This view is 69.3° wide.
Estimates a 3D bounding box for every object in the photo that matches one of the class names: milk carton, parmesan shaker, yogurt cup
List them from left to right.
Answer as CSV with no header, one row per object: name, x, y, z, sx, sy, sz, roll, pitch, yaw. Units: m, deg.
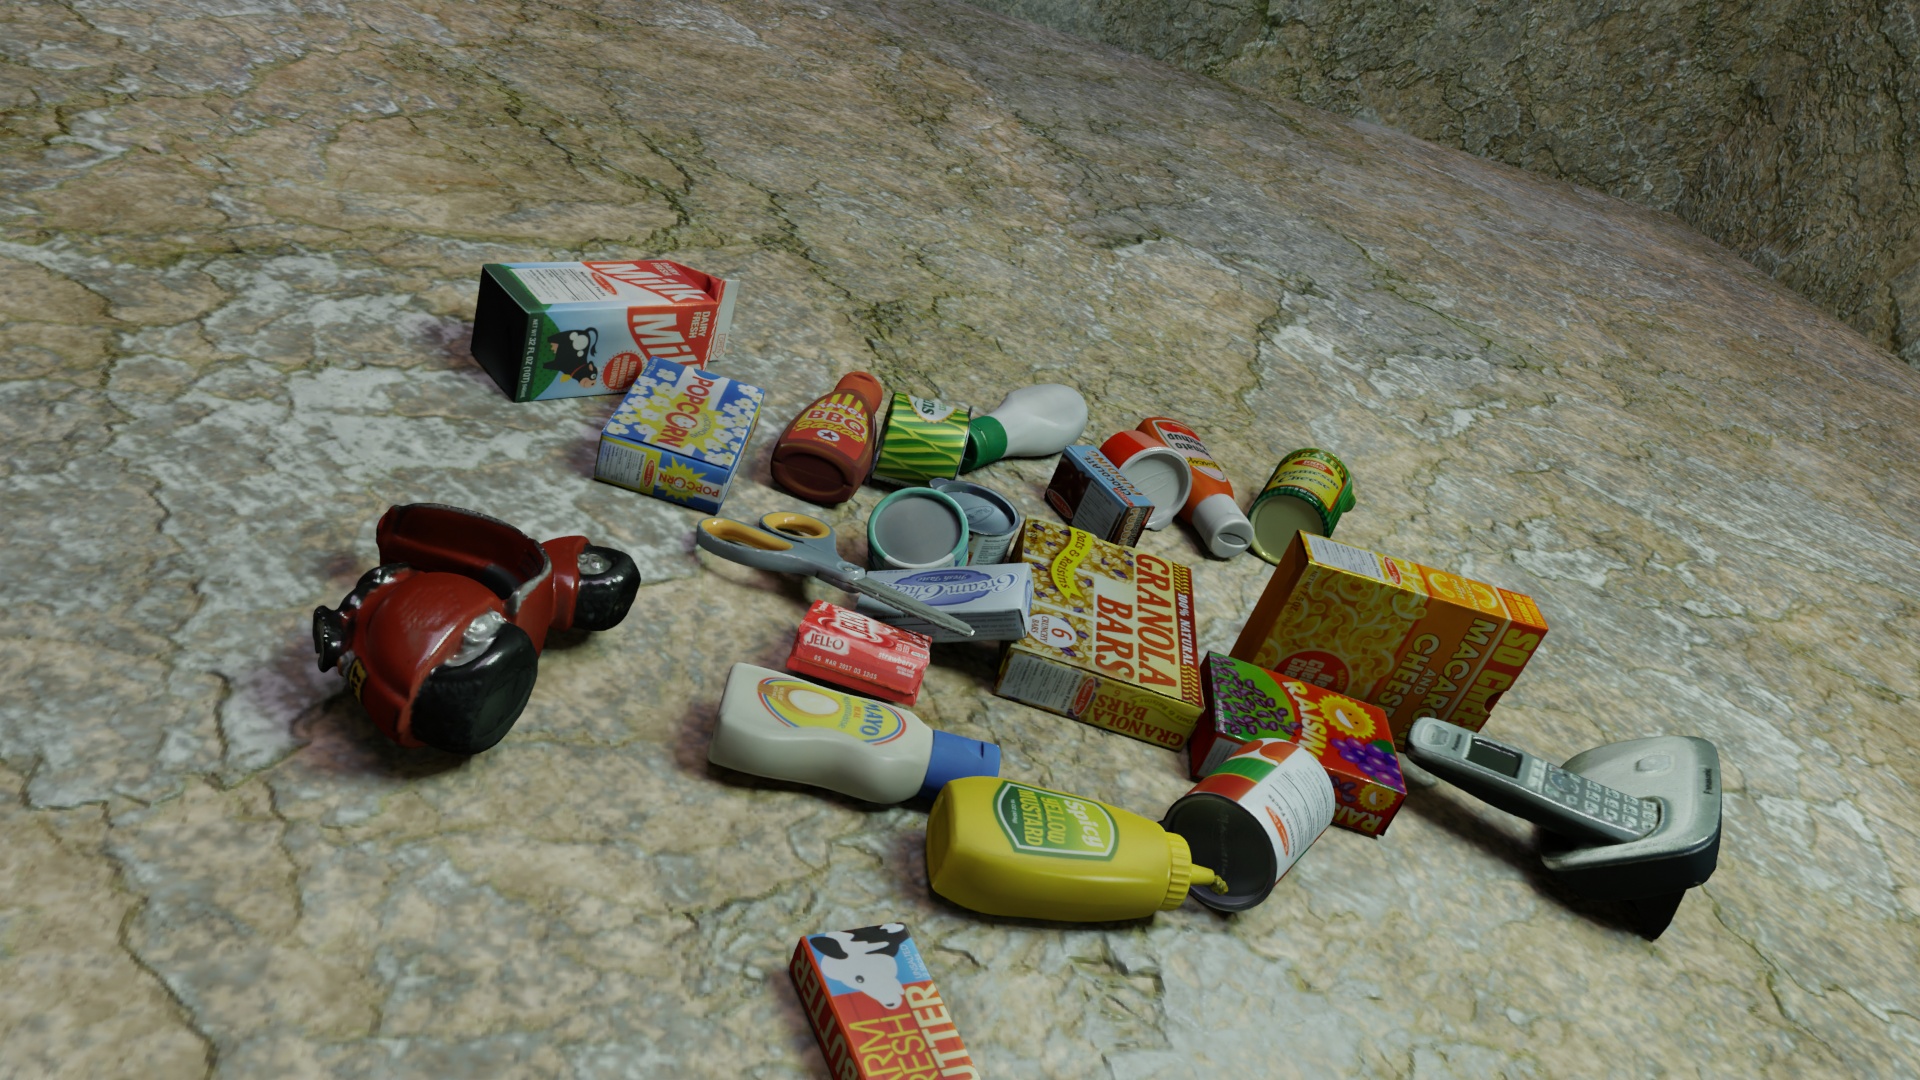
milk carton,-0.247,-0.156,1.011,0.191,0.072,0.073,-12,43,-42
yogurt cup,0.138,-0.051,1.081,0.072,0.072,0.054,6,25,-23
parmesan shaker,0.276,-0.026,1.117,0.071,0.071,0.103,27,31,12

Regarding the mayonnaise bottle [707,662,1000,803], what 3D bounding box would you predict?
mayonnaise bottle,-0.054,0.107,0.727,0.148,0.041,0.065,15,24,-8

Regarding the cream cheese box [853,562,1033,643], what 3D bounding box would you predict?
cream cheese box,-0.009,0.039,0.844,0.104,0.024,0.053,-3,30,10

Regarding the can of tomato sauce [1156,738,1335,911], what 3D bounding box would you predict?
can of tomato sauce,0.156,0.153,0.757,0.071,0.070,0.083,35,32,23

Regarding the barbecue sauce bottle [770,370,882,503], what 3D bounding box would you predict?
barbecue sauce bottle,-0.089,-0.079,1.008,0.065,0.043,0.149,19,29,0

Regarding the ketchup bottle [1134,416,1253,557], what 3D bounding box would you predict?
ketchup bottle,0.188,-0.043,1.115,0.065,0.043,0.149,15,30,-27

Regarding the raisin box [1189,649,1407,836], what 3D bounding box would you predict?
raisin box,0.204,0.124,0.853,0.123,0.040,0.086,18,30,-5

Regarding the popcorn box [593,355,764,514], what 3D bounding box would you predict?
popcorn box,-0.189,-0.074,0.945,0.085,0.038,0.127,16,30,-5

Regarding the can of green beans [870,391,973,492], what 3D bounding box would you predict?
can of green beans,-0.029,-0.069,1.005,0.058,0.071,0.071,16,30,-8

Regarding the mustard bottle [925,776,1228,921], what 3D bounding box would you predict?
mustard bottle,0.064,0.160,0.703,0.160,0.048,0.065,11,34,-15

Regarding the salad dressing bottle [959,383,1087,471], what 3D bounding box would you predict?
salad dressing bottle,0.044,-0.089,1.105,0.064,0.043,0.148,37,35,24

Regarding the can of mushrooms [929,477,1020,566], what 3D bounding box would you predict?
can of mushrooms,0.003,-0.012,0.964,0.071,0.033,0.071,15,31,-9

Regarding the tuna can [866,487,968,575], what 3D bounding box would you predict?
tuna can,-0.028,-0.002,0.900,0.071,0.032,0.071,1,56,-1

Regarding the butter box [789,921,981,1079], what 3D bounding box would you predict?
butter box,-0.030,0.210,0.589,0.053,0.024,0.104,1,35,-31

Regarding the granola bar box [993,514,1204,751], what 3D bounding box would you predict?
granola bar box,0.091,0.054,0.902,0.124,0.038,0.166,18,30,-4

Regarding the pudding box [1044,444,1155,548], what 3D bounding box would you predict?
pudding box,0.102,-0.030,1.036,0.030,0.049,0.084,-2,37,-36

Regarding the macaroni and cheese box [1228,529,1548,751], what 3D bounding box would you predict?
macaroni and cheese box,0.270,0.073,0.896,0.166,0.123,0.040,15,33,-9
